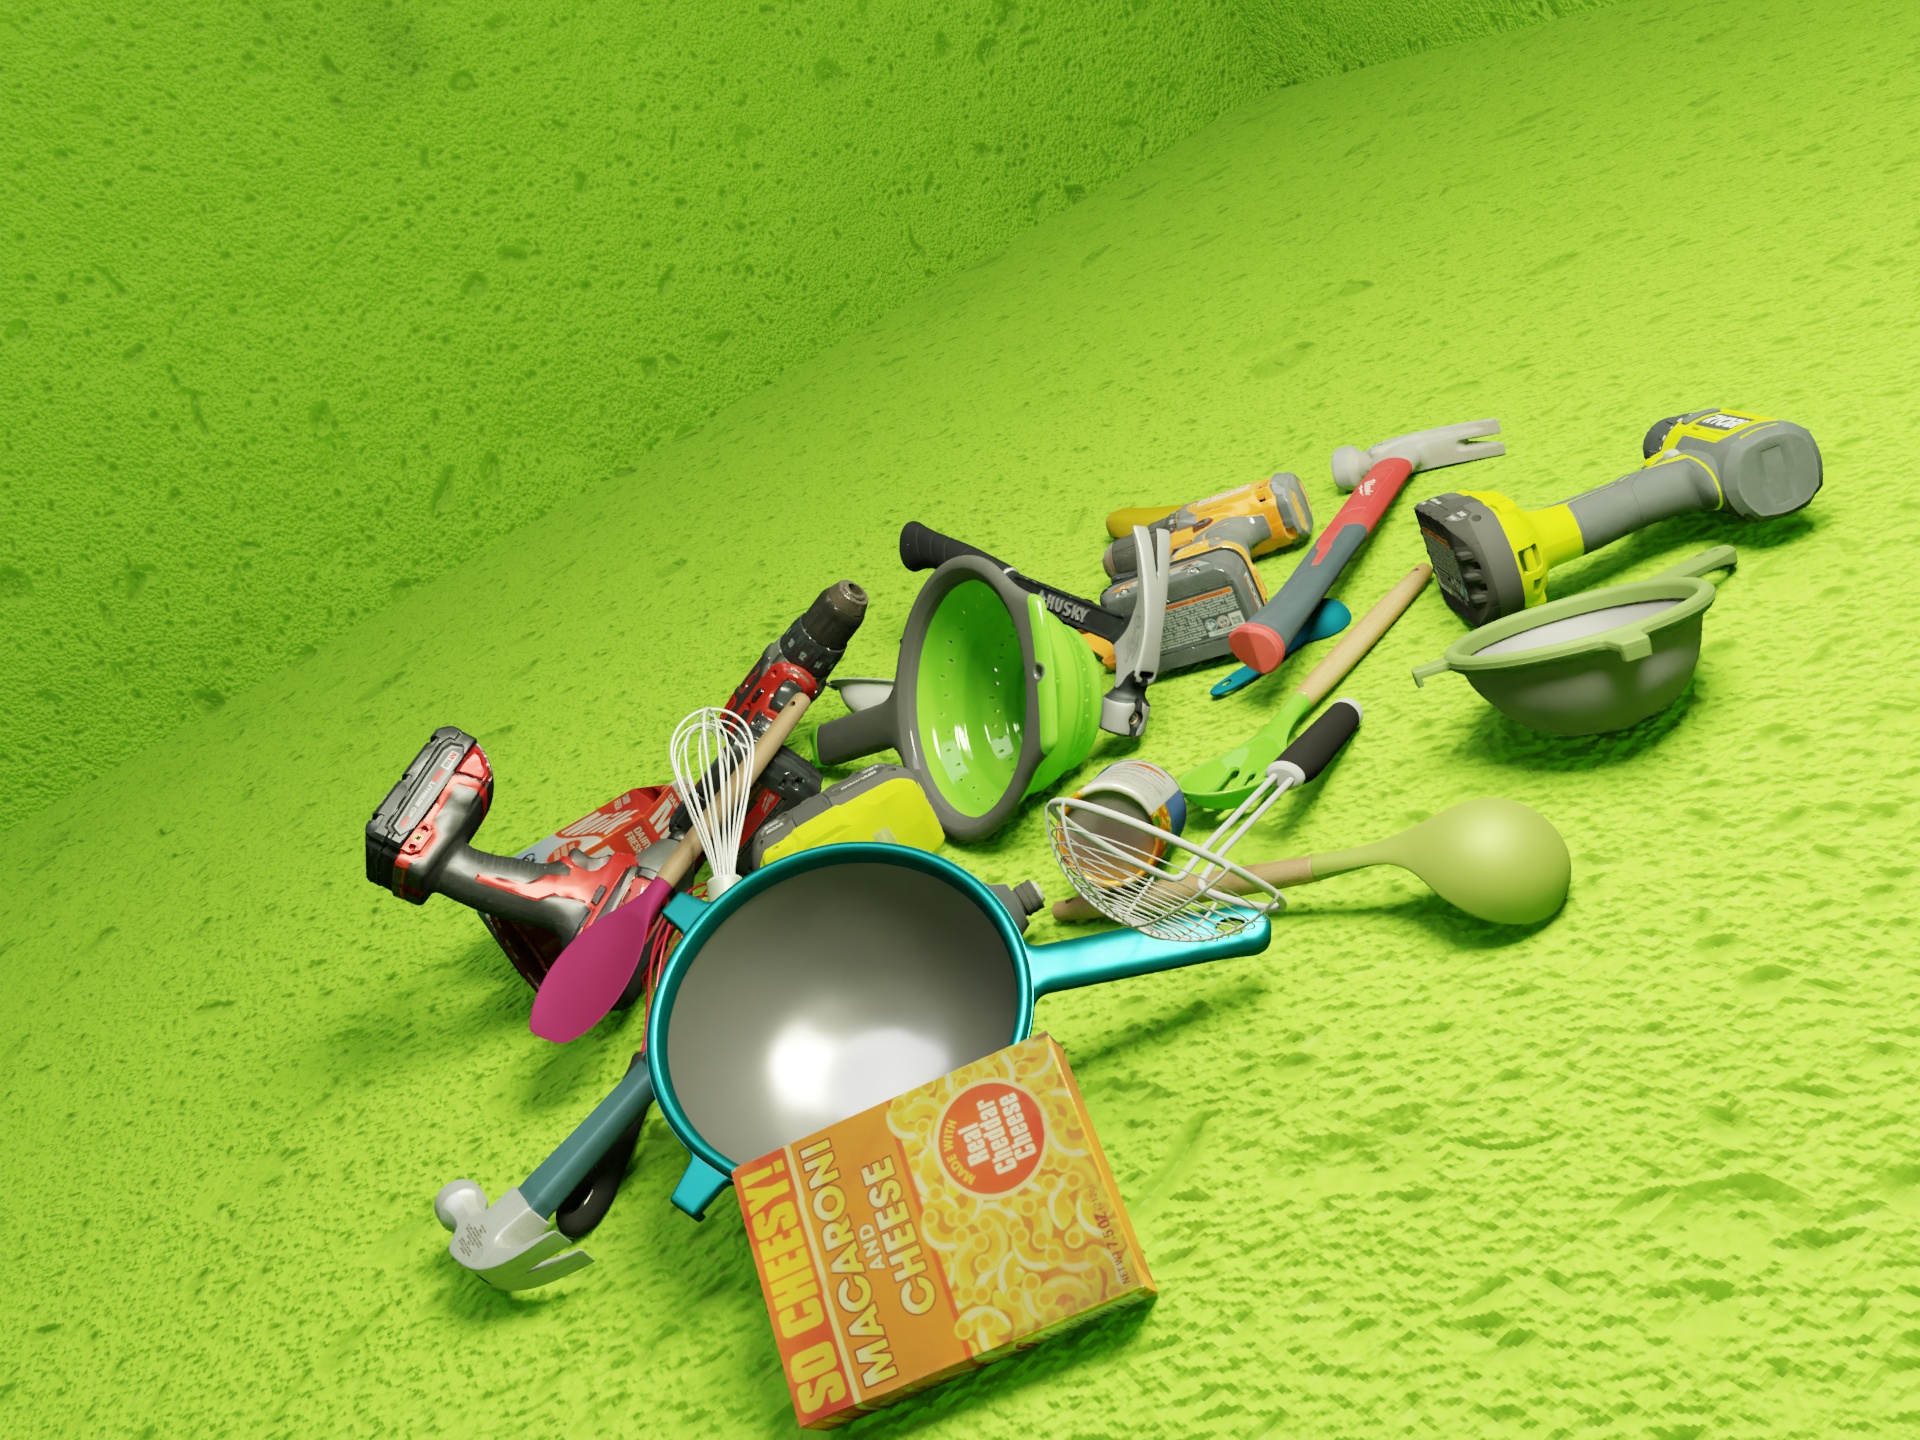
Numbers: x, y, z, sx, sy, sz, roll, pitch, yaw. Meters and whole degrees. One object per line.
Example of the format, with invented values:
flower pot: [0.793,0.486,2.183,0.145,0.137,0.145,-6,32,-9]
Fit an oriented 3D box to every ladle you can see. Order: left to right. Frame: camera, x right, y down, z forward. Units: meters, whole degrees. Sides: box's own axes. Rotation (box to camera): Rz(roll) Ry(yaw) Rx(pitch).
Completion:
ladle: [0.185,0.098,0.906,0.320,0.062,0.078,-16,22,40]

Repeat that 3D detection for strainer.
strainer: [-0.012,-0.027,1.354,0.258,0.050,0.086,-8,-12,27]
strainer: [0.004,0.165,0.878,0.340,0.095,0.211,-12,51,1]
strainer: [0.403,-0.045,0.951,0.256,0.069,0.151,-22,8,-36]

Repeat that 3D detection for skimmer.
skimmer: [0.168,0.028,0.895,0.127,0.090,0.363,20,29,25]

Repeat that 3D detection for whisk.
whisk: [-0.197,0.210,1.044,0.073,0.073,0.296,-15,32,26]
whisk: [-0.160,0.102,1.080,0.059,0.057,0.247,-7,66,-7]

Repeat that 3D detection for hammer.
hammer: [-0.174,0.200,0.954,0.331,0.033,0.128,-47,32,-13]
hammer: [0.046,-0.114,1.295,0.036,0.149,0.409,5,14,-29]
hammer: [0.307,-0.141,1.220,0.143,0.038,0.386,-7,25,35]

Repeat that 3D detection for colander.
colander: [-0.002,-0.004,1.227,0.094,0.204,0.397,-1,-8,-29]

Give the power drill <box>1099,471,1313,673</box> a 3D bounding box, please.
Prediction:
power drill: [0.182,-0.121,1.302,0.185,0.084,0.226,-16,22,29]

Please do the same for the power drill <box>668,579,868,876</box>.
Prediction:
power drill: [-0.146,-0.003,1.296,0.188,0.080,0.227,-49,17,29]

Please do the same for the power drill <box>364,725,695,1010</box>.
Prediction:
power drill: [-0.303,0.102,1.149,0.143,0.219,0.078,-64,2,-36]

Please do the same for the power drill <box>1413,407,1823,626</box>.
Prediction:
power drill: [0.439,-0.150,1.090,0.228,0.080,0.191,-21,14,8]

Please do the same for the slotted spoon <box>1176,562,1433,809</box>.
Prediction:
slotted spoon: [0.251,-0.027,1.099,0.070,0.031,0.314,2,34,47]

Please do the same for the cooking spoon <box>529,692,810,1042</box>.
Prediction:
cooking spoon: [-0.194,0.096,1.122,0.069,0.017,0.319,11,52,34]

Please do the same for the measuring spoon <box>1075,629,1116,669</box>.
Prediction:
measuring spoon: [0.116,-0.061,1.330,0.021,0.011,0.117,-19,20,-5]

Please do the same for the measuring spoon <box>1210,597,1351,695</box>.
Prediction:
measuring spoon: [0.234,-0.058,1.180,0.128,0.021,0.042,-31,24,-15]

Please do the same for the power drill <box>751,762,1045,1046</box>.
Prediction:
power drill: [-0.048,0.119,1.053,0.171,0.080,0.223,-30,27,-5]
